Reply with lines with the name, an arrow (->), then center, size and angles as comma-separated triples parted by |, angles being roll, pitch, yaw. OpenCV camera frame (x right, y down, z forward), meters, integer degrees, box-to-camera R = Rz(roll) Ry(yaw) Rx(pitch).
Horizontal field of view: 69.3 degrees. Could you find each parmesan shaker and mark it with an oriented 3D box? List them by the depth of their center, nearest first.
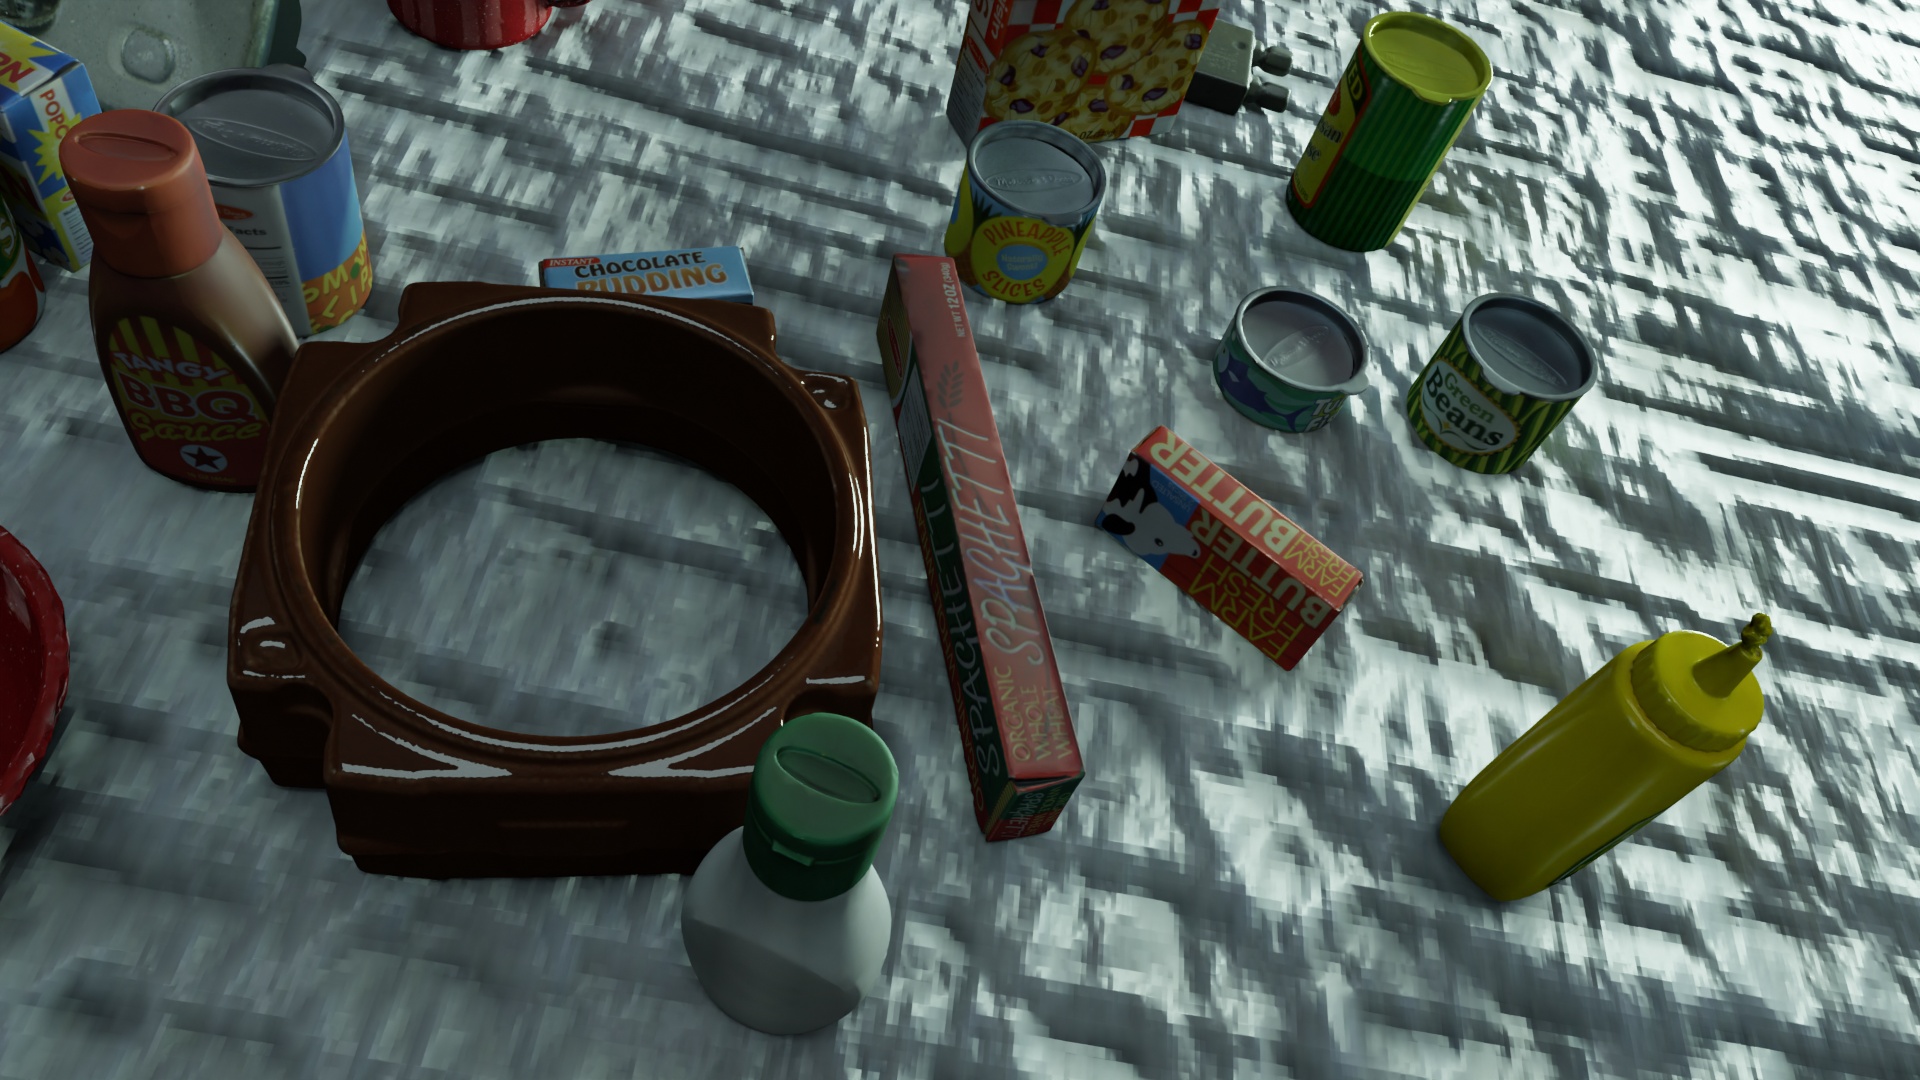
parmesan shaker -> 0.215, -0.204, 0.709 | 0.071, 0.102, 0.071 | 7, 54, -9

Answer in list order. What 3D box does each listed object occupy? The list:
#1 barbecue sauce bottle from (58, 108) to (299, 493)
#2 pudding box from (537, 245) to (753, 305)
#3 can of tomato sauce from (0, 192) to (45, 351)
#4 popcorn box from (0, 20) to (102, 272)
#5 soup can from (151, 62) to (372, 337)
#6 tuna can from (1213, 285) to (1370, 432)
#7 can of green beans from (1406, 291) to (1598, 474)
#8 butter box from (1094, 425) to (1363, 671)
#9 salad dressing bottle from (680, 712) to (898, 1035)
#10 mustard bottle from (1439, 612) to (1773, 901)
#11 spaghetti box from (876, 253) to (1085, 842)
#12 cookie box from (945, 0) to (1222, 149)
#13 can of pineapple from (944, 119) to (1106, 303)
barbecue sauce bottle -> -0.261, -0.076, 0.469 | 0.065, 0.147, 0.044 | 8, 54, -8
pudding box -> -0.130, -0.094, 0.577 | 0.084, 0.049, 0.030 | -8, 58, -19
can of tomato sauce -> -0.382, -0.114, 0.507 | 0.071, 0.082, 0.071 | 7, 54, -9
popcorn box -> -0.395, -0.170, 0.542 | 0.127, 0.084, 0.038 | 27, 54, 6
soup can -> -0.271, -0.133, 0.548 | 0.071, 0.083, 0.072 | 7, 54, -9
tuna can -> 0.156, -0.083, 0.652 | 0.071, 0.032, 0.071 | 7, 54, -9
can of green beans -> 0.253, -0.073, 0.653 | 0.071, 0.057, 0.071 | 7, 54, -9
butter box -> 0.108, 0.003, 0.565 | 0.103, 0.052, 0.024 | 39, 56, 14
salad dressing bottle -> -0.047, 0.099, 0.400 | 0.064, 0.146, 0.044 | 24, 53, 3
mustard bottle -> 0.227, 0.073, 0.479 | 0.065, 0.159, 0.049 | -26, 65, -28
spaghetti box -> 0.002, -0.007, 0.548 | 0.029, 0.050, 0.251 | -3, 56, -16
cookie box -> 0.070, -0.269, 0.678 | 0.123, 0.166, 0.040 | -13, 60, -22
can of pineapple -> 0.029, -0.153, 0.653 | 0.071, 0.057, 0.071 | 7, 54, -9
